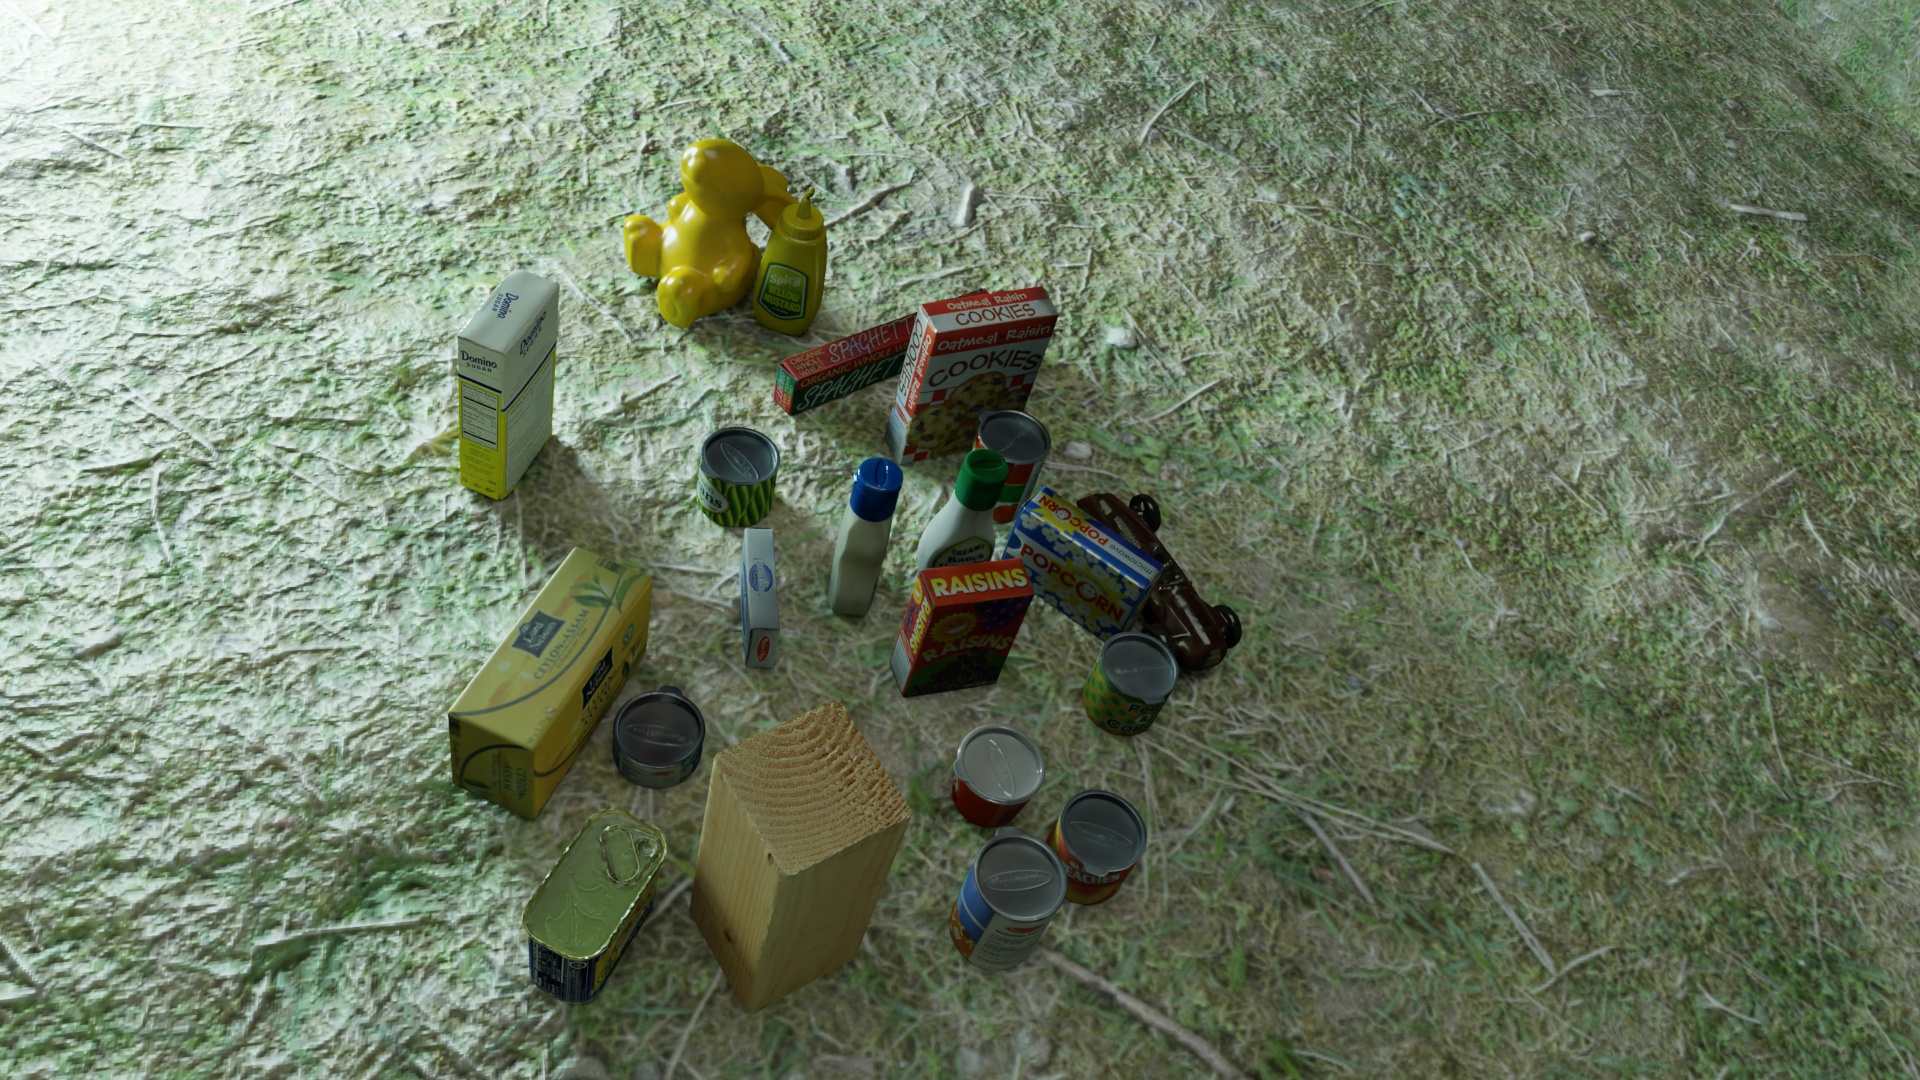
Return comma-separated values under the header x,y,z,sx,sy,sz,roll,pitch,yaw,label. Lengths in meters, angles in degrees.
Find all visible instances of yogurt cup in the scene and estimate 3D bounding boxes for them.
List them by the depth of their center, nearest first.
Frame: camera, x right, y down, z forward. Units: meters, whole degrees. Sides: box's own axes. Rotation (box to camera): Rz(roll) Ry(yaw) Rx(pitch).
x,y,z,sx,sy,sz,roll,pitch,yaw,label
0.025,0.181,1.051,0.072,0.053,0.073,8,49,-10,yogurt cup

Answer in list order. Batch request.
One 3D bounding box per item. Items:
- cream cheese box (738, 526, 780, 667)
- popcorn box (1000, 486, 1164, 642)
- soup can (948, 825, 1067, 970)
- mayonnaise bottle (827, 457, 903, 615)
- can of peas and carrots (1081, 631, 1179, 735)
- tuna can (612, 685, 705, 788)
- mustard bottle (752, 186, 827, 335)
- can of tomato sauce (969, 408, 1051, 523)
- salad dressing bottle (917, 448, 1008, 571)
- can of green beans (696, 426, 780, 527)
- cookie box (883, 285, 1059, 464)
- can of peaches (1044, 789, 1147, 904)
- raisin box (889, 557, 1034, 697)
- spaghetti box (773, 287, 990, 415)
x,y,z,sx,sy,sz,roll,pitch,yaw,label
-0.161,0.045,1.111,0.024,0.053,0.104,2,50,-15,cream cheese box
0.102,0.023,1.187,0.127,0.084,0.038,35,50,13,popcorn box
0.032,0.251,0.973,0.071,0.083,0.072,8,49,-10,soup can
-0.077,-0.005,1.115,0.041,0.147,0.065,10,49,-8,mayonnaise bottle
0.139,0.119,1.134,0.071,0.058,0.071,8,49,-10,can of peas and carrots
-0.222,0.144,1.022,0.071,0.032,0.071,8,49,-10,tuna can
-0.156,-0.266,1.305,0.065,0.159,0.049,18,48,-2,mustard bottle
0.037,-0.067,1.245,0.071,0.082,0.071,8,49,-10,can of tomato sauce
0.004,-0.014,1.148,0.064,0.146,0.044,-6,53,-21,salad dressing bottle
-0.190,-0.054,1.183,0.071,0.057,0.071,8,49,-10,can of green beans
0.007,-0.148,1.249,0.123,0.166,0.040,-13,56,-26,cookie box
0.097,0.229,1.028,0.071,0.057,0.071,8,49,-10,can of peaches
0.000,0.069,1.092,0.086,0.122,0.040,-6,53,-21,raisin box
-0.068,-0.183,1.335,0.251,0.049,0.029,-26,62,-33,spaghetti box
